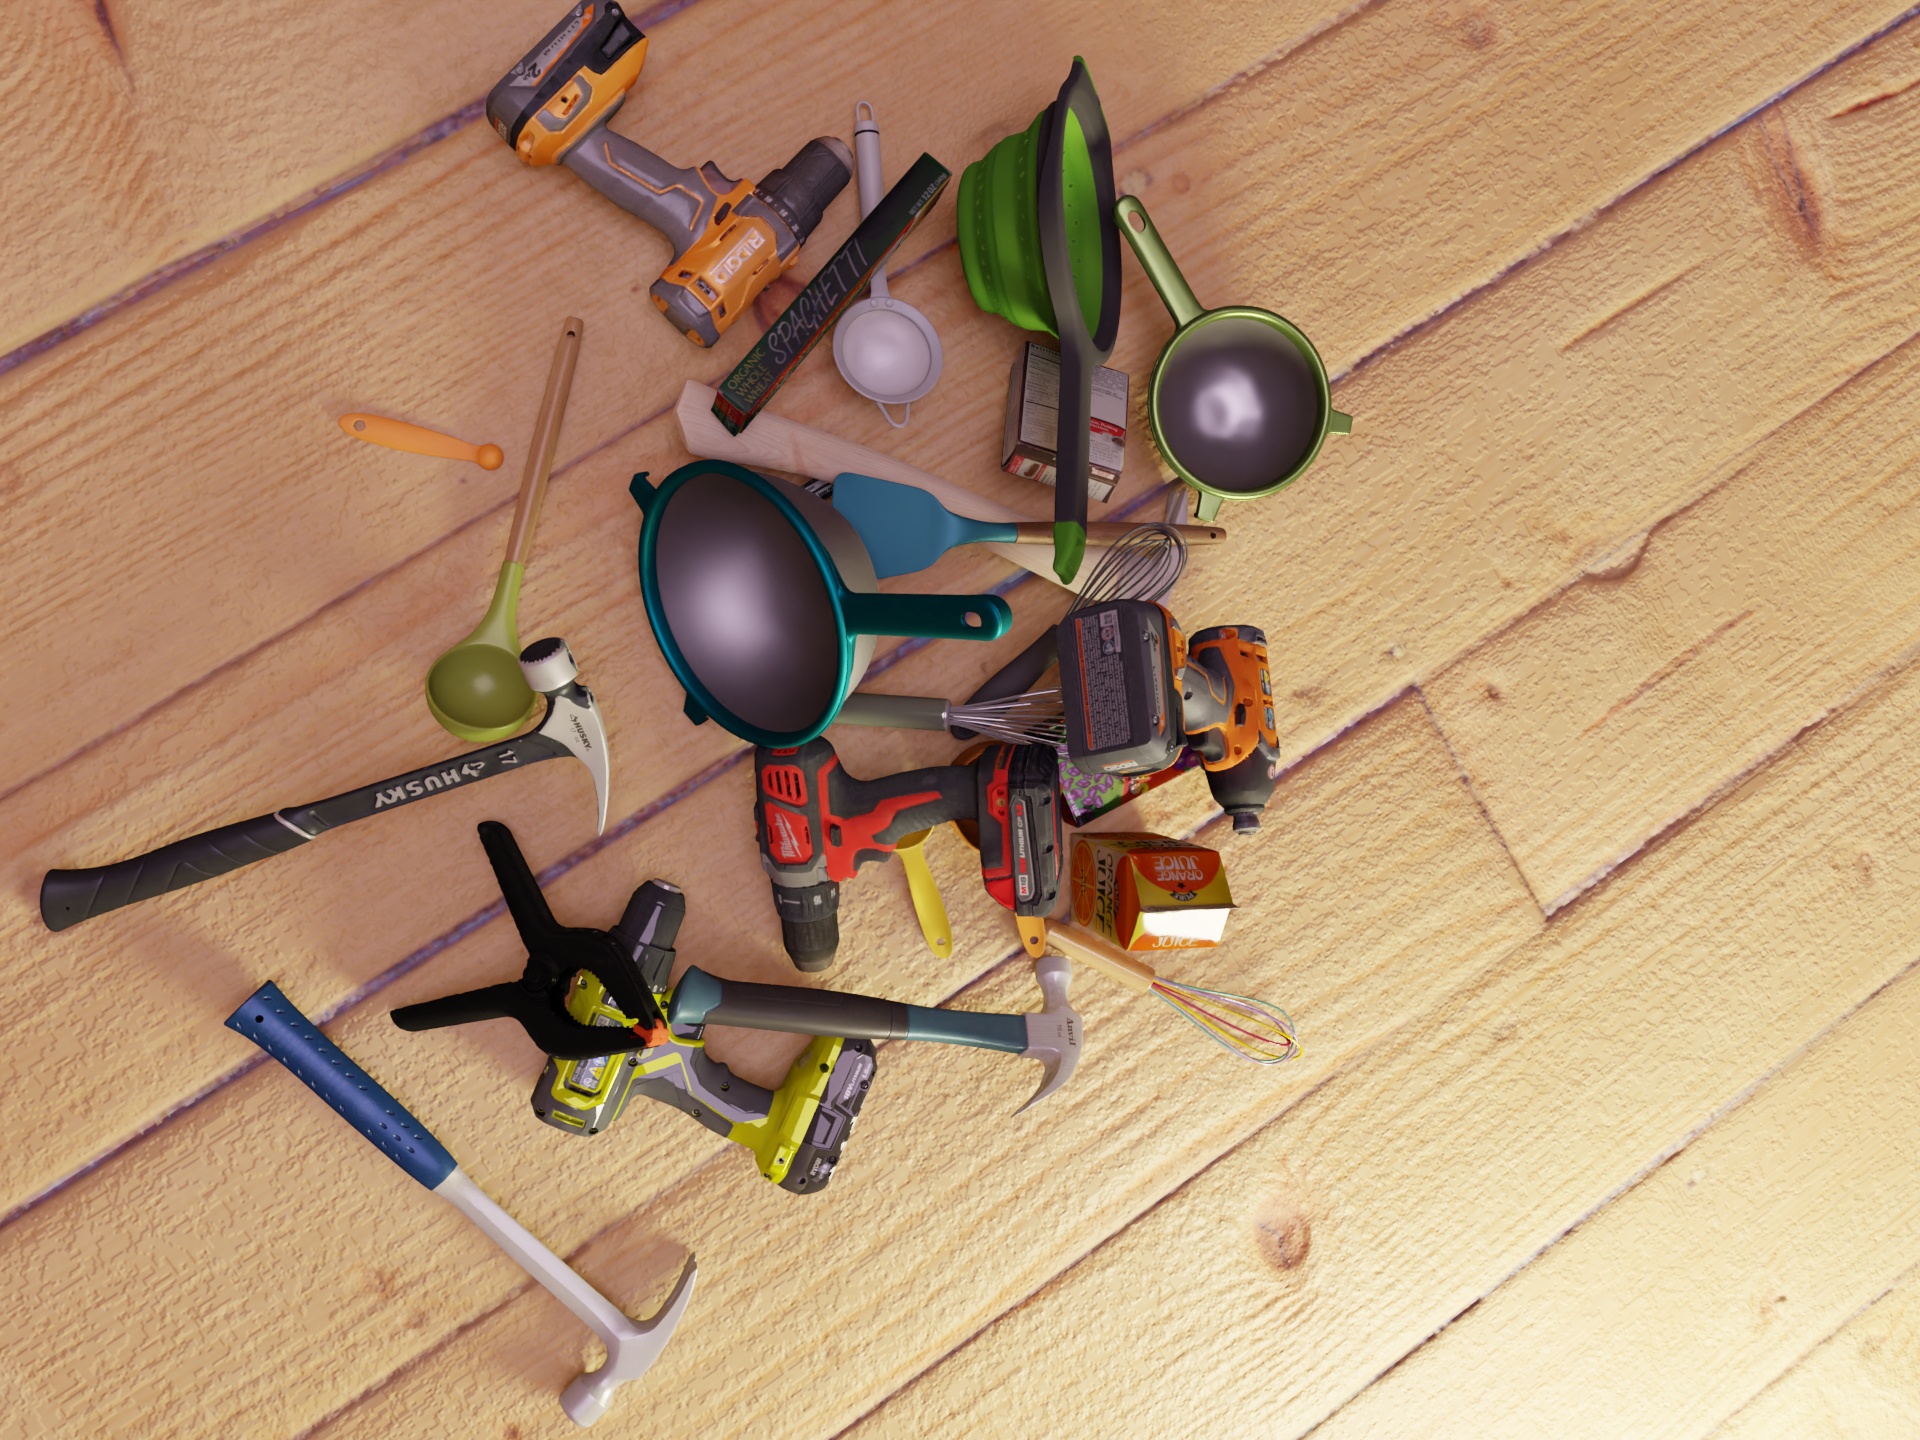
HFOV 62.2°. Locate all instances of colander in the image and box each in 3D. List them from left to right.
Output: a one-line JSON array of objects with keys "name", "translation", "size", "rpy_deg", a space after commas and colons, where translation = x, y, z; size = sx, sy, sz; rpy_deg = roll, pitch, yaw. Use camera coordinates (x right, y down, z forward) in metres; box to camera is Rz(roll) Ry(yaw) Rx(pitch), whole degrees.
[{"name": "colander", "translation": [0.050, -0.286, 1.164], "size": [0.094, 0.204, 0.397], "rpy_deg": [-2, 73, 18]}]

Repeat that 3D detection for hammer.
[{"name": "hammer", "translation": [-0.442, 0.069, 1.110], "size": [0.409, 0.036, 0.149], "rpy_deg": [-18, 122, -1]}, {"name": "hammer", "translation": [-0.368, 0.339, 1.173], "size": [0.144, 0.035, 0.405], "rpy_deg": [-45, 101, -7]}, {"name": "hammer", "translation": [-0.055, 0.220, 1.178], "size": [0.330, 0.033, 0.128], "rpy_deg": [11, 54, -25]}, {"name": "hammer", "translation": [-0.017, -0.177, 1.215], "size": [0.410, 0.038, 0.146], "rpy_deg": [20, 87, -18]}]

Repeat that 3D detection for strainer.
[{"name": "strainer", "translation": [-0.080, -0.088, 1.101], "size": [0.095, 0.340, 0.211], "rpy_deg": [-29, 116, -44]}, {"name": "strainer", "translation": [-0.063, -0.345, 1.212], "size": [0.087, 0.050, 0.258], "rpy_deg": [-4, 88, -20]}, {"name": "strainer", "translation": [0.184, -0.293, 1.255], "size": [0.151, 0.069, 0.256], "rpy_deg": [-33, 99, -7]}]

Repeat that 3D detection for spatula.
[{"name": "spatula", "translation": [0.059, -0.144, 1.211], "size": [0.317, 0.044, 0.082], "rpy_deg": [-1, 93, -22]}]

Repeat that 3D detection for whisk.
[{"name": "whisk", "translation": [-0.002, -0.004, 1.208], "size": [0.246, 0.059, 0.058], "rpy_deg": [4, 84, 7]}, {"name": "whisk", "translation": [0.079, -0.062, 1.215], "size": [0.055, 0.055, 0.239], "rpy_deg": [44, 110, -11]}, {"name": "whisk", "translation": [0.173, 0.219, 1.290], "size": [0.245, 0.047, 0.051], "rpy_deg": [28, 87, -10]}]

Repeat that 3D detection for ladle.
[{"name": "ladle", "translation": [-0.317, -0.141, 1.154], "size": [0.078, 0.062, 0.320], "rpy_deg": [14, 87, -15]}]

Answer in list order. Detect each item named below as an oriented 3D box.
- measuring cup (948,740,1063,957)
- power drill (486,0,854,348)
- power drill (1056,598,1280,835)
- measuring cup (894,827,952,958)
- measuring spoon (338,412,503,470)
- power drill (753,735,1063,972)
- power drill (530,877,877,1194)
[{"name": "measuring cup", "translation": [0.038, 0.099, 1.249], "size": [0.095, 0.052, 0.173], "rpy_deg": [-14, 102, -9]}, {"name": "power drill", "translation": [-0.203, -0.413, 1.157], "size": [0.226, 0.084, 0.185], "rpy_deg": [44, 82, -16]}, {"name": "power drill", "translation": [0.167, 0.000, 1.181], "size": [0.226, 0.084, 0.164], "rpy_deg": [9, 72, -52]}, {"name": "measuring cup", "translation": [-0.035, 0.115, 1.250], "size": [0.062, 0.029, 0.156], "rpy_deg": [-18, 109, -4]}, {"name": "measuring spoon", "translation": [-0.391, -0.204, 1.155], "size": [0.117, 0.011, 0.021], "rpy_deg": [12, 90, -13]}, {"name": "power drill", "translation": [-0.040, 0.101, 1.183], "size": [0.226, 0.080, 0.187], "rpy_deg": [-1, 110, 9]}, {"name": "power drill", "translation": [-0.183, 0.240, 1.192], "size": [0.228, 0.080, 0.190], "rpy_deg": [24, 87, -10]}]
